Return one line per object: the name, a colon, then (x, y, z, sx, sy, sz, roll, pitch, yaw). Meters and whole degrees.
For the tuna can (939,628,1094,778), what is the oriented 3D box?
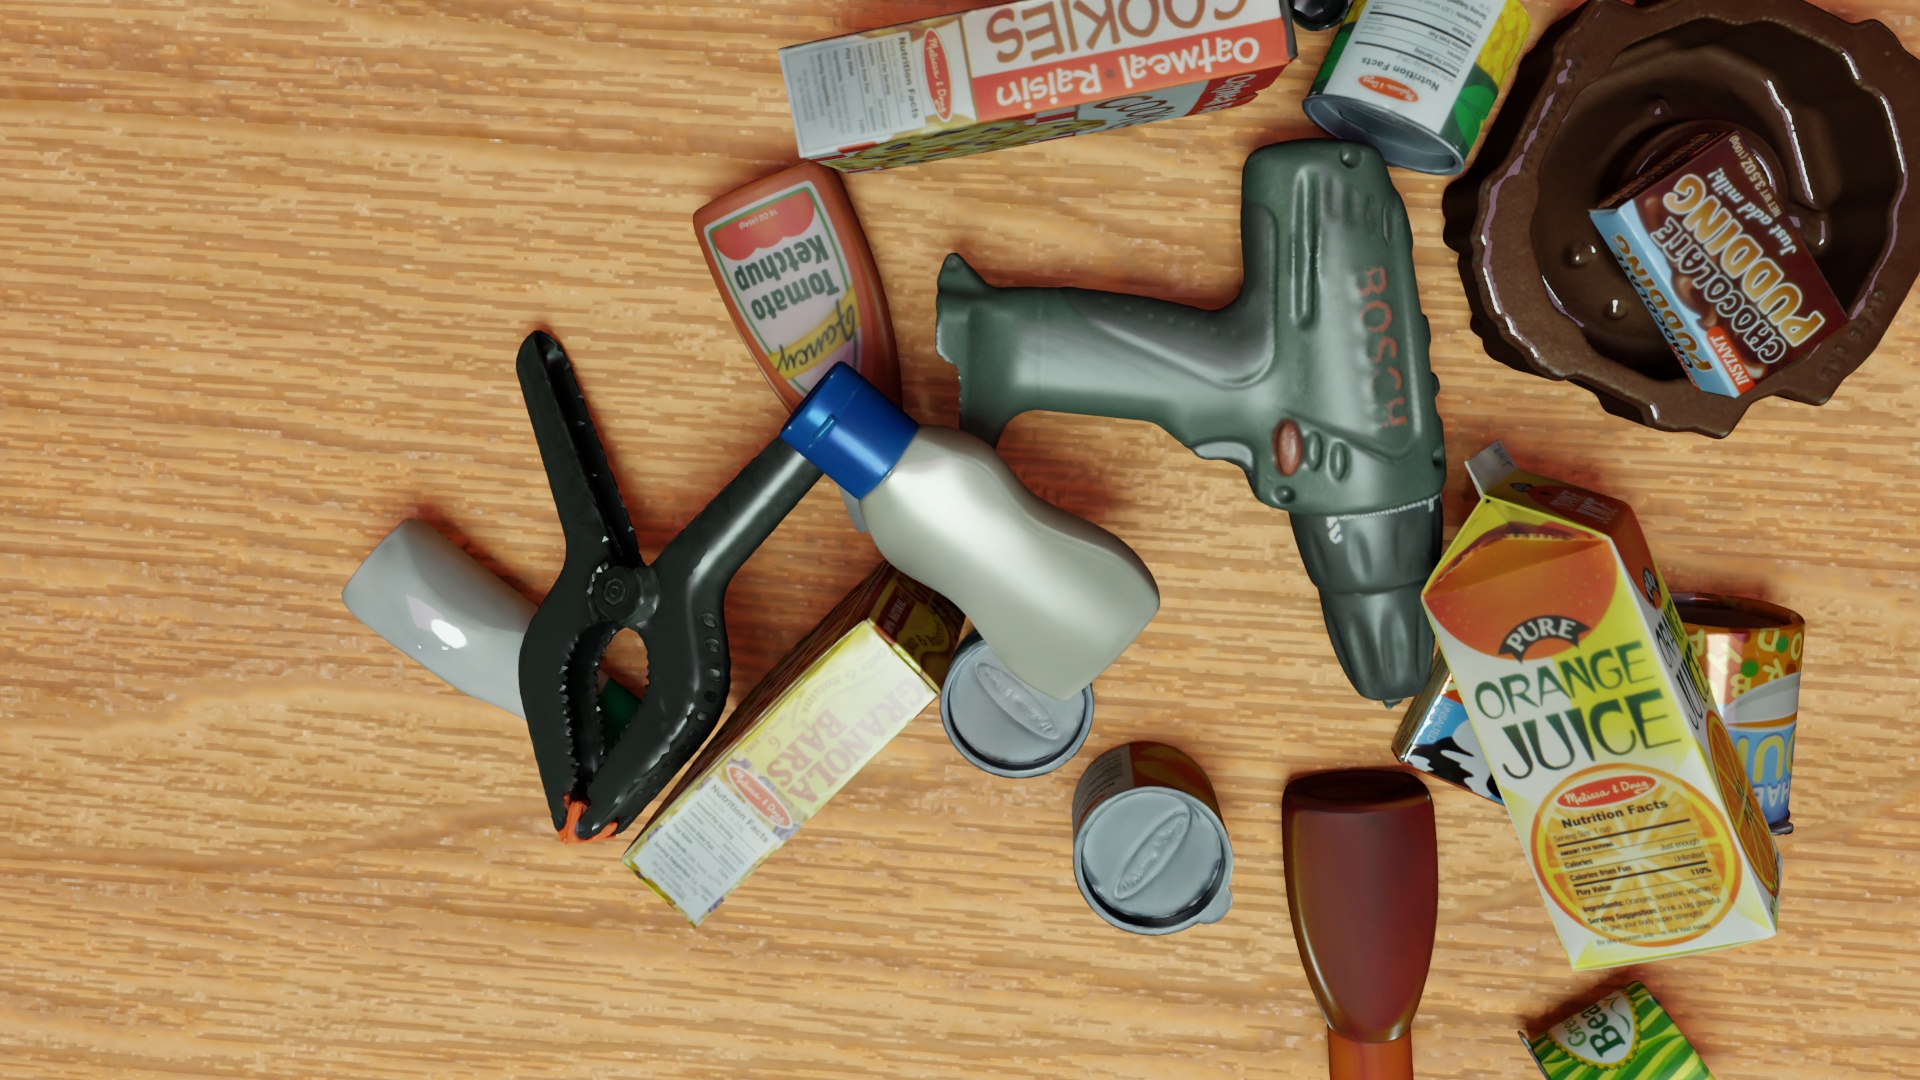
tuna can: (0.027, 0.065, 0.605, 0.071, 0.033, 0.071, 1, 101, 4)

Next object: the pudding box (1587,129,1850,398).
pudding box: (0.273, -0.099, 0.502, 0.049, 0.030, 0.083, -34, 97, 8)

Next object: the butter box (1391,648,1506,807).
butter box: (0.232, 0.058, 0.594, 0.053, 0.024, 0.103, 23, 101, 0)

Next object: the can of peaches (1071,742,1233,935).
can of peaches: (0.083, 0.129, 0.601, 0.071, 0.058, 0.071, 1, 101, 3)

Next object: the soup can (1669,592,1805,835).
soup can: (0.307, 0.069, 0.568, 0.071, 0.071, 0.083, 0, 101, 4)

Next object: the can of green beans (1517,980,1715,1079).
can of green beans: (0.290, 0.234, 0.603, 0.058, 0.071, 0.071, -34, 97, 9)

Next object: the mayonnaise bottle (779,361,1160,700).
mayonnaise bottle: (0.002, -0.006, 0.514, 0.148, 0.041, 0.064, 39, 107, -12)

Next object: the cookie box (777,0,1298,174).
cookie box: (0.029, -0.170, 0.514, 0.167, 0.123, 0.040, -9, 101, 5)

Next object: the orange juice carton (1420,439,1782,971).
orange juice carton: (0.236, 0.054, 0.527, 0.073, 0.072, 0.192, -24, 87, 33)

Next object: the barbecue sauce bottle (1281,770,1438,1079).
barbecue sauce bottle: (0.178, 0.178, 0.611, 0.065, 0.044, 0.148, -5, 101, 5)

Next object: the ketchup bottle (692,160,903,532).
ketchup bottle: (-0.054, -0.078, 0.578, 0.064, 0.044, 0.148, -20, 99, 11)

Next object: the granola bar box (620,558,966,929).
granola bar box: (-0.055, 0.063, 0.542, 0.039, 0.166, 0.124, 45, 101, -4)

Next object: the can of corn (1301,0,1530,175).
can of corn: (0.174, -0.180, 0.532, 0.071, 0.071, 0.058, 25, 96, -1)

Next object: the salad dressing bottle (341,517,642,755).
salad dressing bottle: (-0.194, 0.052, 0.605, 0.147, 0.064, 0.044, 40, 100, -12)
